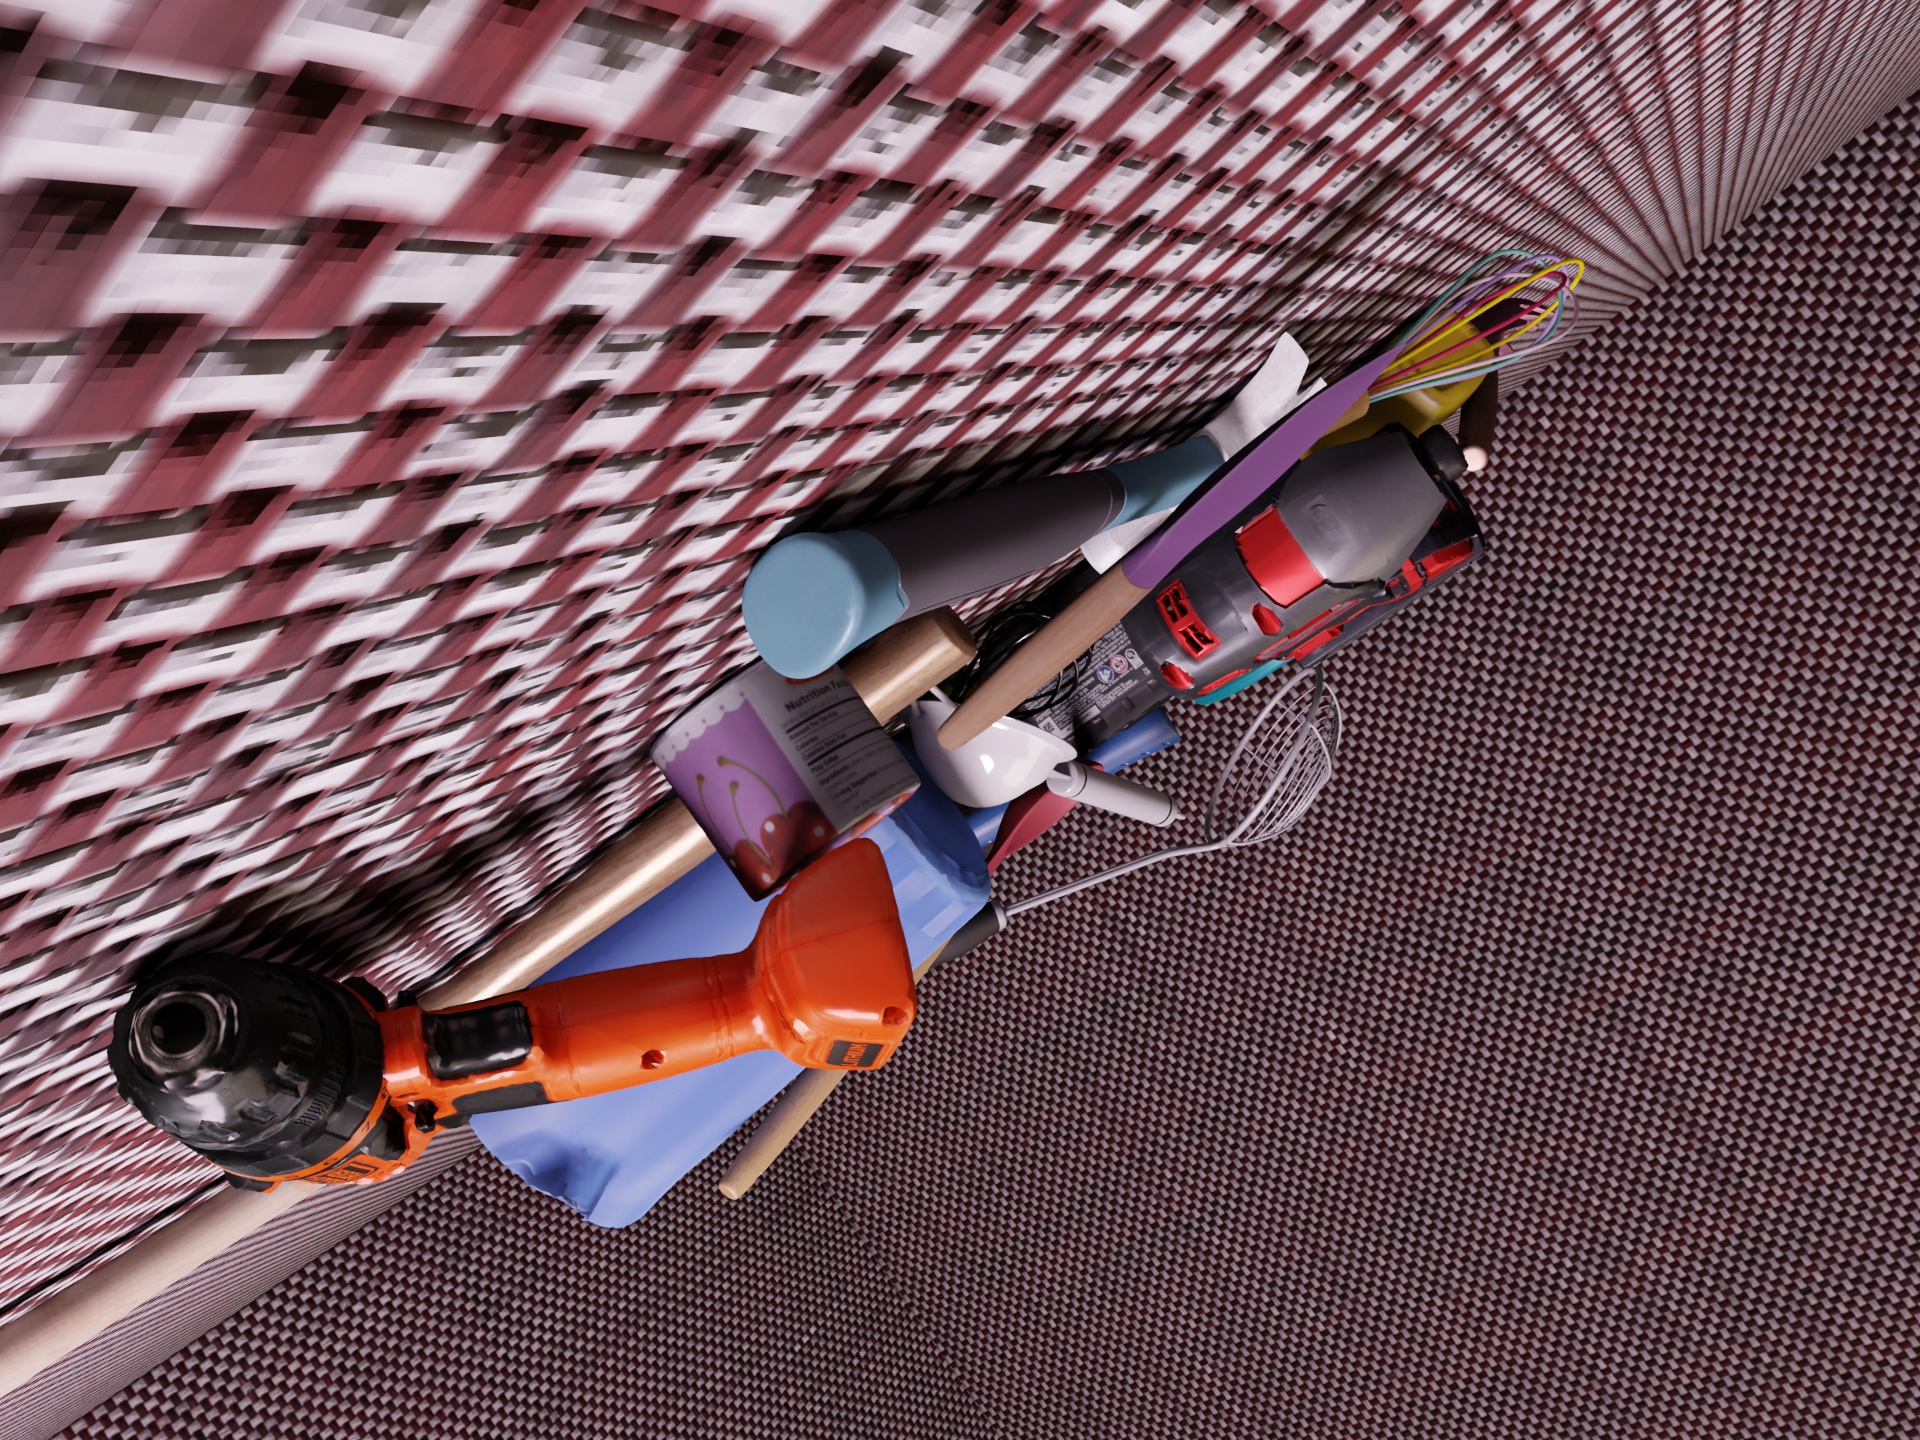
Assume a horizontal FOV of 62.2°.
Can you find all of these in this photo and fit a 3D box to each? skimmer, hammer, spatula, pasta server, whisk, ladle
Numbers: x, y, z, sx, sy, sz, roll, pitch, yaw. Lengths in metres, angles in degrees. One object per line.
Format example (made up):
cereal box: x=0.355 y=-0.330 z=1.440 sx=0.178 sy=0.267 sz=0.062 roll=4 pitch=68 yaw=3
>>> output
skimmer: x=0.068 y=0.068 z=0.964 sx=0.363 sy=0.090 sz=0.127 roll=-20 pitch=178 yaw=-10
hammer: x=-0.130 y=0.062 z=0.613 sx=0.331 sy=0.031 sz=0.130 roll=-37 pitch=176 yaw=11
spatula: x=0.053 y=-0.044 z=0.554 sx=0.060 sy=0.018 sz=0.316 roll=-33 pitch=176 yaw=-29
pasta server: x=0.291 y=-0.183 z=0.866 sx=0.060 sy=0.040 sz=0.316 roll=-55 pitch=179 yaw=31
hammer: x=-0.051 y=0.102 z=0.948 sx=0.405 sy=0.035 sz=0.144 roll=-31 pitch=176 yaw=6
whisk: x=-0.001 y=-0.004 z=0.823 sx=0.055 sy=0.055 sz=0.239 roll=-33 pitch=177 yaw=-34
hammer: x=-0.399 y=0.267 z=0.714 sx=0.146 sy=0.038 sz=0.410 roll=-37 pitch=176 yaw=36
hammer: x=0.034 y=-0.065 z=0.503 sx=0.128 sy=0.033 sz=0.331 roll=-37 pitch=176 yaw=30
ladle: x=-0.019 y=0.117 z=0.804 sx=0.315 sy=0.031 sz=0.069 roll=-48 pitch=169 yaw=-36
whisk: x=0.191 y=-0.157 z=0.710 sx=0.245 sy=0.051 sz=0.047 roll=-29 pitch=-171 yaw=-22

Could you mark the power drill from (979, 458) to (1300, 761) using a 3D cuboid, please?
power drill: x=0.108 y=-0.059 z=0.910 sx=0.190 sy=0.080 sz=0.228 roll=-38 pitch=178 yaw=36

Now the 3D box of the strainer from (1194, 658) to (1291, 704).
strainer: x=0.223 y=-0.108 z=1.035 sx=0.211 sy=0.095 sz=0.340 roll=-37 pitch=-179 yaw=0

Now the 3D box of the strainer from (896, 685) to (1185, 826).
strainer: x=0.049 y=0.029 z=0.792 sx=0.087 sy=0.050 sz=0.258 roll=5 pitch=171 yaw=37

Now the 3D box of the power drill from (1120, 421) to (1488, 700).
power drill: x=0.160 y=-0.075 z=0.689 sx=0.143 sy=0.078 sz=0.219 roll=-36 pitch=173 yaw=22
